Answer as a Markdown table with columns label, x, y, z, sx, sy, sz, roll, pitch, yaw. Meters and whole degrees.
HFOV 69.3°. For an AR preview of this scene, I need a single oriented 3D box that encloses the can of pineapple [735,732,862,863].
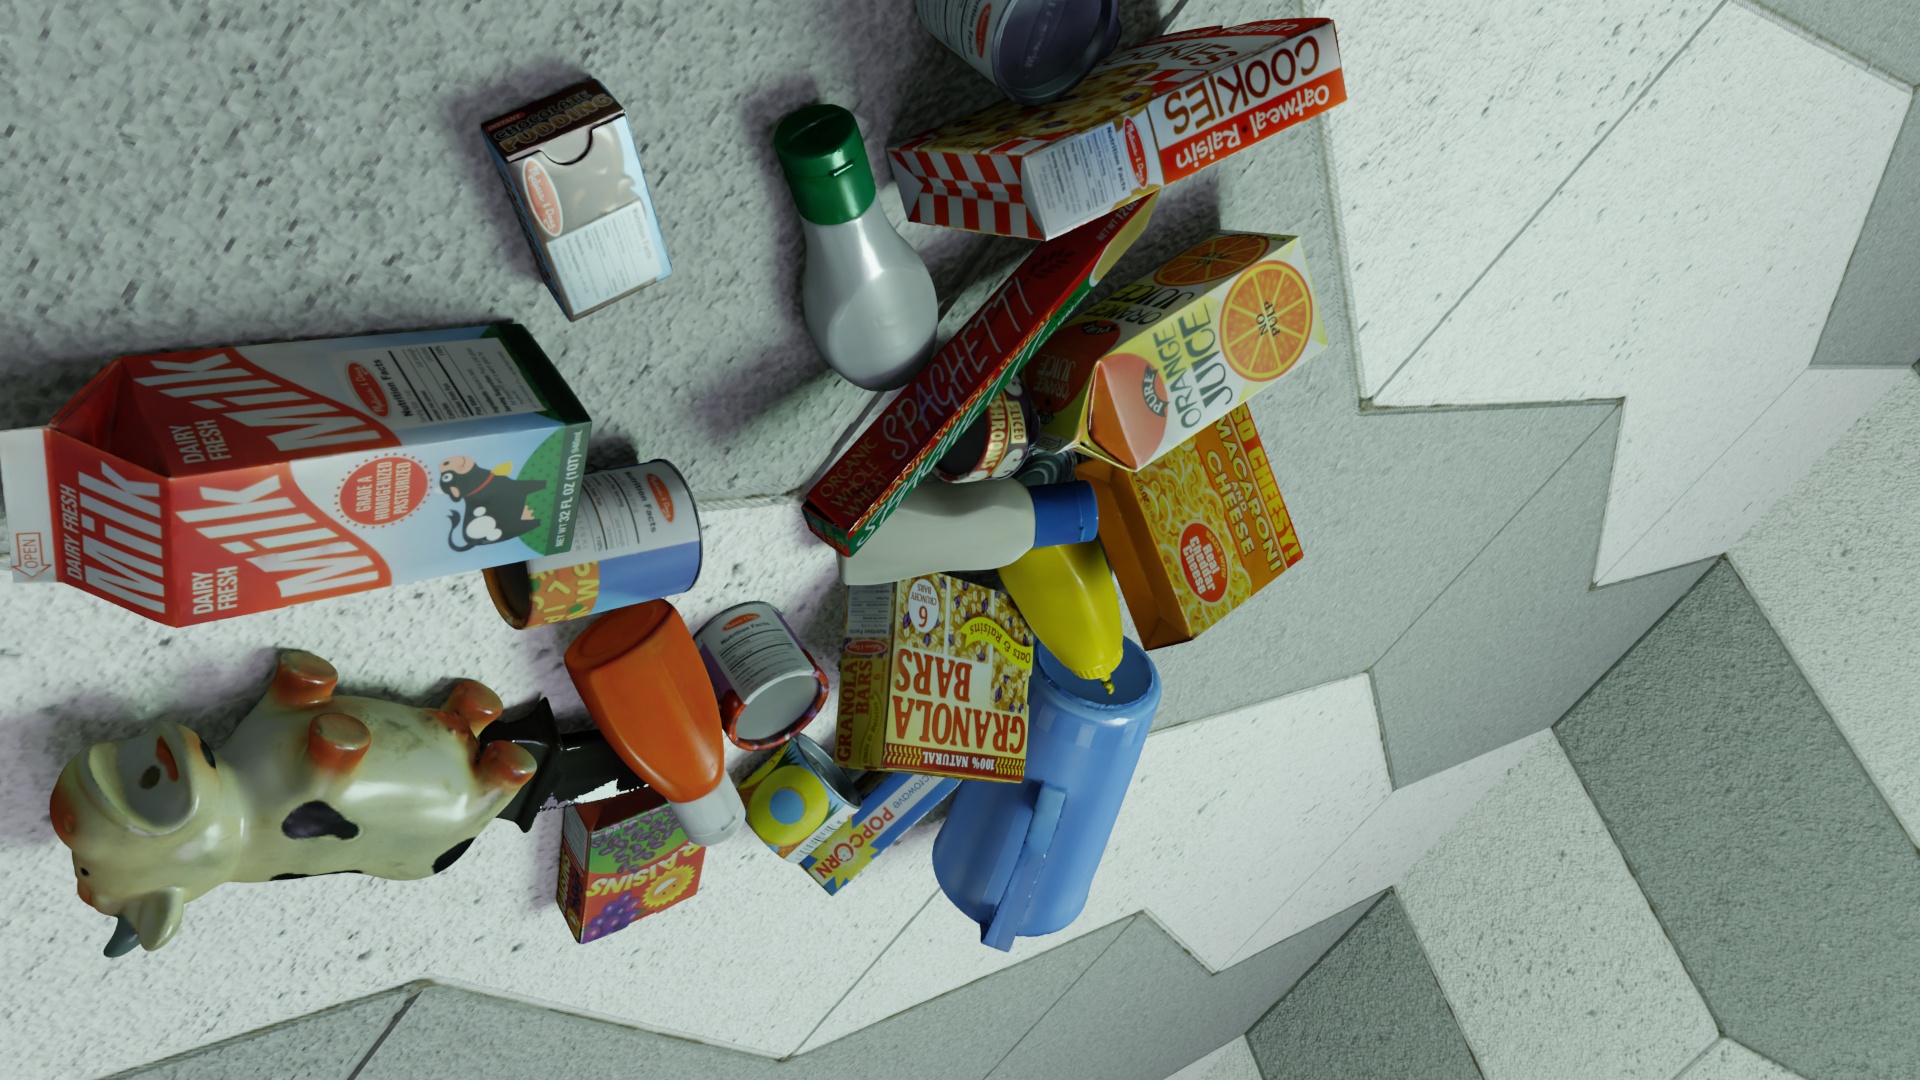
| label | x | y | z | sx | sy | sz | roll | pitch | yaw |
| --- | --- | --- | --- | --- | --- | --- | --- | --- | --- |
| can of pineapple | -0.109 | 0.169 | 0.921 | 0.058 | 0.071 | 0.071 | -42 | 148 | 1 |

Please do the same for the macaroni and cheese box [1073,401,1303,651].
| label | x | y | z | sx | sy | sz | roll | pitch | yaw |
| --- | --- | --- | --- | --- | --- | --- | --- | --- | --- |
| macaroni and cheese box | 0.151 | -0.017 | 0.894 | 0.040 | 0.123 | 0.167 | -18 | -175 | 40 |

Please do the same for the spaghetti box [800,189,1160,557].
| label | x | y | z | sx | sy | sz | roll | pitch | yaw |
| --- | --- | --- | --- | --- | --- | --- | --- | --- | --- |
| spaghetti box | 0.013 | -0.094 | 0.703 | 0.251 | 0.029 | 0.050 | -49 | 172 | -13 |

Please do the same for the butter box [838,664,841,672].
| label | x | y | z | sx | sy | sz | roll | pitch | yaw |
| --- | --- | --- | --- | --- | --- | --- | --- | --- | --- |
| butter box | -0.038 | 0.093 | 0.942 | 0.053 | 0.024 | 0.103 | -41 | 148 | -1 |

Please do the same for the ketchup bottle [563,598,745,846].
| label | x | y | z | sx | sy | sz | roll | pitch | yaw |
| --- | --- | --- | --- | --- | --- | --- | --- | --- | --- |
| ketchup bottle | -0.158 | 0.104 | 0.757 | 0.065 | 0.043 | 0.148 | -40 | 129 | -30 |

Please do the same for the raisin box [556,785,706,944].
| label | x | y | z | sx | sy | sz | roll | pitch | yaw |
| --- | --- | --- | --- | --- | --- | --- | --- | --- | --- |
| raisin box | -0.202 | 0.190 | 0.868 | 0.086 | 0.040 | 0.122 | -18 | 142 | -35 |

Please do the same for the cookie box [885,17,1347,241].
| label | x | y | z | sx | sy | sz | roll | pitch | yaw |
| --- | --- | --- | --- | --- | --- | --- | --- | --- | --- |
| cookie box | 0.068 | -0.187 | 0.622 | 0.168 | 0.123 | 0.040 | -28 | 117 | -20 |

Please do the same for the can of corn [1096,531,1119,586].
| label | x | y | z | sx | sy | sz | roll | pitch | yaw |
| --- | --- | --- | --- | --- | --- | --- | --- | --- | --- |
| can of corn | 0.113 | -0.012 | 0.946 | 0.071 | 0.058 | 0.070 | -28 | 146 | -21 |

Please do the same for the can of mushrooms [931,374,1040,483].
| label | x | y | z | sx | sy | sz | roll | pitch | yaw |
| --- | --- | --- | --- | --- | --- | --- | --- | --- | --- |
| can of mushrooms | 0.008 | -0.065 | 0.757 | 0.033 | 0.071 | 0.070 | -7 | 134 | -41 |

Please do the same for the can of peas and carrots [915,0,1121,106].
| label | x | y | z | sx | sy | sz | roll | pitch | yaw |
| --- | --- | --- | --- | --- | --- | --- | --- | --- | --- |
| can of peas and carrots | 0.025 | -0.228 | 0.588 | 0.071 | 0.059 | 0.070 | -29 | 147 | -21 |

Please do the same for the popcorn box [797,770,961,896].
| label | x | y | z | sx | sy | sz | roll | pitch | yaw |
| --- | --- | --- | --- | --- | --- | --- | --- | --- | --- |
| popcorn box | -0.053 | 0.183 | 0.978 | 0.126 | 0.038 | 0.085 | -42 | -175 | 9 |

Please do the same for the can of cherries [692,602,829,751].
| label | x | y | z | sx | sy | sz | roll | pitch | yaw |
| --- | --- | --- | --- | --- | --- | --- | --- | --- | --- |
| can of cherries | -0.118 | 0.081 | 0.808 | 0.072 | 0.058 | 0.071 | -28 | 145 | -21 |

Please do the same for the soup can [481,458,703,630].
| label | x | y | z | sx | sy | sz | roll | pitch | yaw |
| --- | --- | --- | --- | --- | --- | --- | --- | --- | --- |
| soup can | -0.173 | 0.003 | 0.646 | 0.084 | 0.071 | 0.071 | -14 | 139 | -36 |

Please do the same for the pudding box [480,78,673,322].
| label | x | y | z | sx | sy | sz | roll | pitch | yaw |
| --- | --- | --- | --- | --- | --- | --- | --- | --- | --- |
| pudding box | -0.147 | -0.132 | 0.544 | 0.050 | 0.030 | 0.083 | -30 | 146 | -17 |

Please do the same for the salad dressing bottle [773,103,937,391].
| label | x | y | z | sx | sy | sz | roll | pitch | yaw |
| --- | --- | --- | --- | --- | --- | --- | --- | --- | --- |
| salad dressing bottle | -0.049 | -0.131 | 0.641 | 0.064 | 0.044 | 0.147 | -34 | 146 | -12 |

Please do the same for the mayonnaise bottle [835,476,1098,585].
| label | x | y | z | sx | sy | sz | roll | pitch | yaw |
| --- | --- | --- | --- | --- | --- | --- | --- | --- | --- |
| mayonnaise bottle | 0.003 | -0.010 | 0.795 | 0.148 | 0.041 | 0.064 | -6 | 137 | -10 |

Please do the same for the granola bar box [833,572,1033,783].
| label | x | y | z | sx | sy | sz | roll | pitch | yaw |
| --- | --- | --- | --- | --- | --- | --- | --- | --- | --- |
| granola bar box | -0.011 | 0.087 | 0.881 | 0.165 | 0.039 | 0.124 | 20 | 71 | -55 |

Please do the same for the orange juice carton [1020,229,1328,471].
| label | x | y | z | sx | sy | sz | roll | pitch | yaw |
| --- | --- | --- | --- | --- | --- | --- | --- | --- | --- |
| orange juice carton | 0.110 | -0.102 | 0.792 | 0.193 | 0.072 | 0.072 | -33 | 118 | -19 |

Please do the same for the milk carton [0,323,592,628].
| label | x | y | z | sx | sy | sz | roll | pitch | yaw |
| --- | --- | --- | --- | --- | --- | --- | --- | --- | --- |
| milk carton | -0.246 | -0.026 | 0.523 | 0.191 | 0.073 | 0.072 | -12 | 138 | -38 |

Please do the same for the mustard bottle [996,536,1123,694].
| label | x | y | z | sx | sy | sz | roll | pitch | yaw |
| --- | --- | --- | --- | --- | --- | --- | --- | --- | --- |
| mustard bottle | 0.075 | 0.046 | 0.930 | 0.049 | 0.065 | 0.159 | -62 | 139 | -37 |
